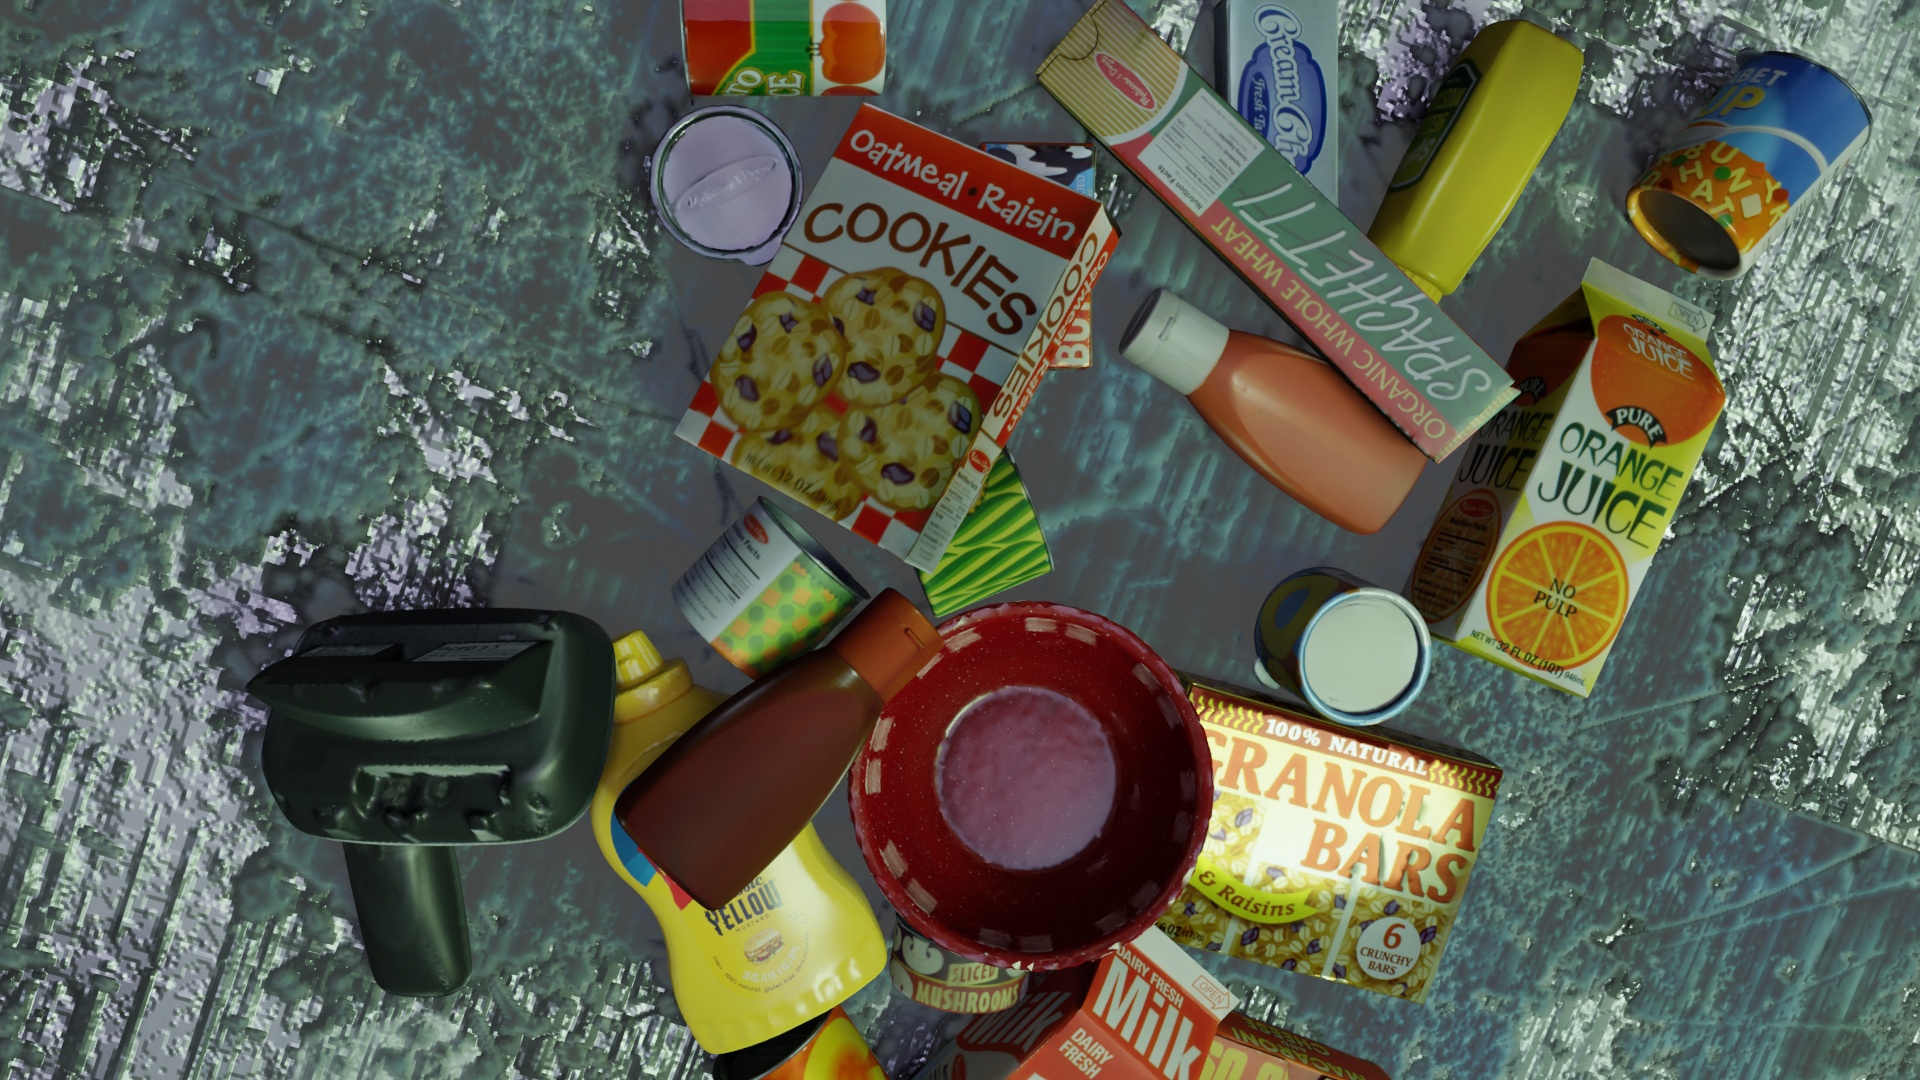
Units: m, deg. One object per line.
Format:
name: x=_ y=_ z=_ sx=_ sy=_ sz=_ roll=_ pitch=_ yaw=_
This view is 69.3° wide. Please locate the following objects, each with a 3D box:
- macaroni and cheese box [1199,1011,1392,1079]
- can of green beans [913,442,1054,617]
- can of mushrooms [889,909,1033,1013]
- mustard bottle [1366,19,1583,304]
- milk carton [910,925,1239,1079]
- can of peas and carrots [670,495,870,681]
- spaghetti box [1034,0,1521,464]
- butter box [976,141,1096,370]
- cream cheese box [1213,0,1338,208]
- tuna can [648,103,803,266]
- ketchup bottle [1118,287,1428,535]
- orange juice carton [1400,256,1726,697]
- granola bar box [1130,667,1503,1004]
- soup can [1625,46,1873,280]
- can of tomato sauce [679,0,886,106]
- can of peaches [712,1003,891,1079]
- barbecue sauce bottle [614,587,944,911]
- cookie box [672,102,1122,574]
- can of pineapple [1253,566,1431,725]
macaroni and cheese box: x=0.133 y=0.327 z=0.694 sx=0.124 sy=0.040 sz=0.166 roll=23 pitch=94 yaw=-9
can of green beans: x=0.003 y=-0.006 z=0.626 sx=0.058 sy=0.071 sz=0.071 roll=-22 pitch=99 yaw=-3
can of mushrooms: x=0.001 y=0.191 z=0.647 sx=0.071 sy=0.071 sz=0.033 roll=6 pitch=98 yaw=-8
mustard bottle: x=0.222 y=-0.156 z=0.637 sx=0.049 sy=0.065 sz=0.160 roll=26 pitch=98 yaw=-7
milk carton: x=0.039 y=0.258 z=0.648 sx=0.072 sy=0.073 sz=0.190 roll=42 pitch=97 yaw=-9
can of peas and carrots: x=-0.084 y=0.024 z=0.620 sx=0.071 sy=0.071 sz=0.059 roll=44 pitch=91 yaw=-10
spaghetti box: x=0.139 y=-0.137 z=0.616 sx=0.250 sy=0.029 sz=0.050 roll=45 pitch=104 yaw=1
butter box: x=0.033 y=-0.129 z=0.636 sx=0.053 sy=0.024 sz=0.103 roll=0 pitch=97 yaw=-7
cream cheese box: x=0.145 y=-0.197 z=0.641 sx=0.053 sy=0.024 sz=0.103 roll=-3 pitch=97 yaw=-7
tuna can: x=-0.101 y=-0.154 z=0.612 sx=0.071 sy=0.033 sz=0.071 roll=-1 pitch=97 yaw=-7
ketchup bottle: x=0.145 y=-0.064 z=0.647 sx=0.149 sy=0.043 sz=0.064 roll=31 pitch=91 yaw=-9
orange juice carton: x=0.286 y=-0.032 z=0.653 sx=0.072 sy=0.073 sz=0.192 roll=23 pitch=93 yaw=-9
granola bar box: x=0.165 y=0.144 z=0.676 sx=0.166 sy=0.039 sz=0.124 roll=16 pitch=95 yaw=-8
soup can: x=0.364 y=-0.176 z=0.650 sx=0.071 sy=0.071 sz=0.084 roll=43 pitch=91 yaw=-10
can of tomato sauce: x=-0.075 y=-0.221 z=0.591 sx=0.083 sy=0.071 sz=0.071 roll=-3 pitch=97 yaw=-7
can of peaches: x=-0.074 y=0.253 z=0.646 sx=0.071 sy=0.071 sz=0.058 roll=-32 pitch=100 yaw=-2
barbecue sauce bottle: x=-0.071 y=0.083 z=0.588 sx=0.149 sy=0.043 sz=0.064 roll=-44 pitch=110 yaw=-12
cookie box: x=-0.027 y=-0.088 z=0.591 sx=0.123 sy=0.040 sz=0.167 roll=28 pitch=87 yaw=20
can of pineapple: x=0.179 y=0.051 z=0.658 sx=0.071 sy=0.058 sz=0.071 roll=-1 pitch=97 yaw=-7
